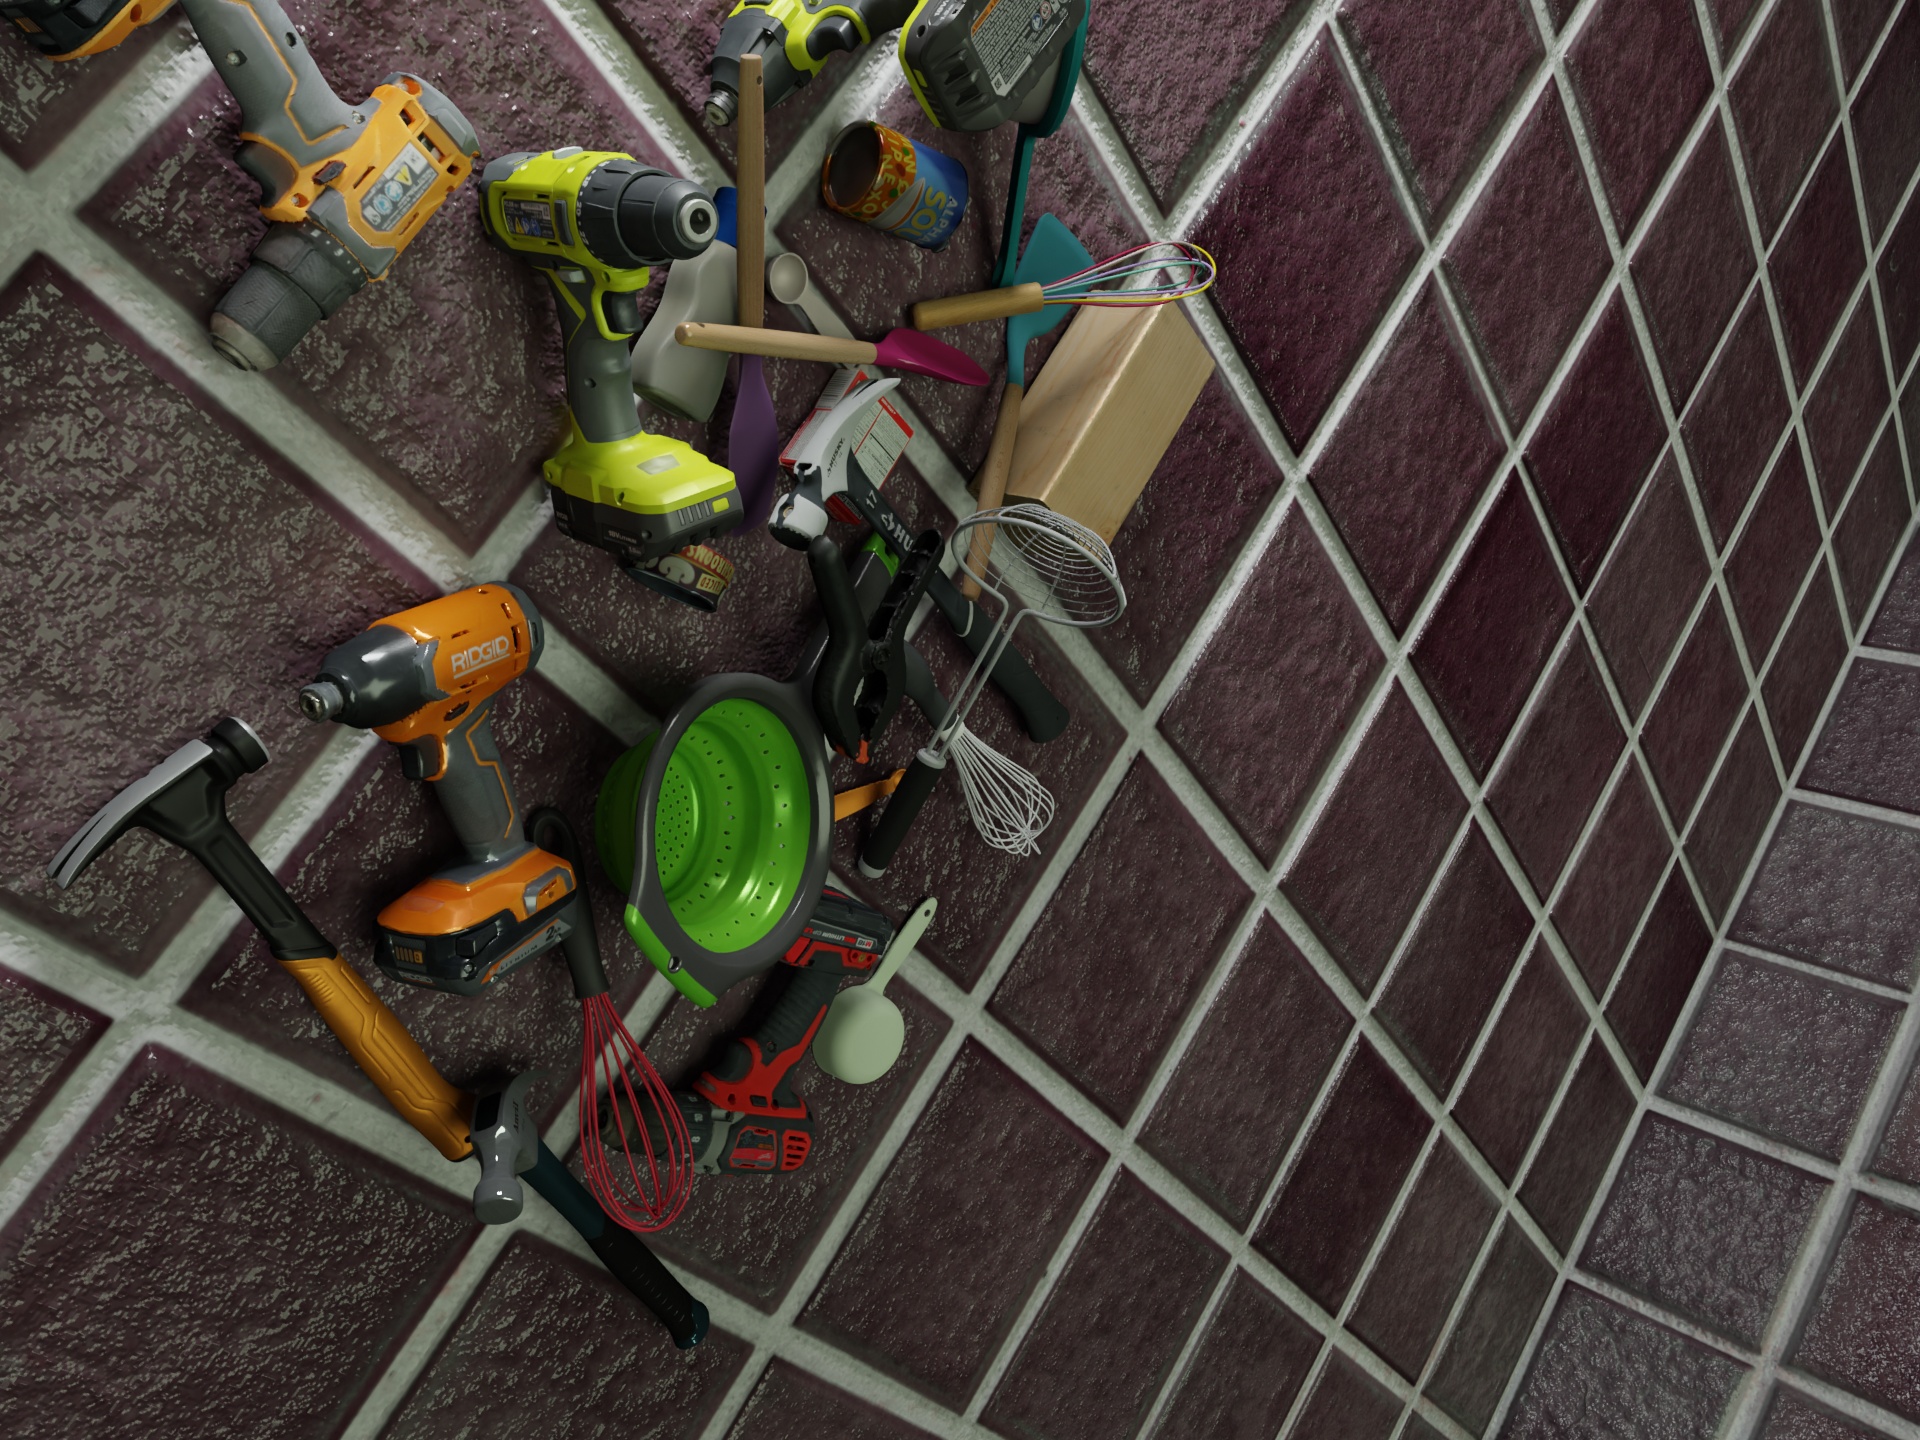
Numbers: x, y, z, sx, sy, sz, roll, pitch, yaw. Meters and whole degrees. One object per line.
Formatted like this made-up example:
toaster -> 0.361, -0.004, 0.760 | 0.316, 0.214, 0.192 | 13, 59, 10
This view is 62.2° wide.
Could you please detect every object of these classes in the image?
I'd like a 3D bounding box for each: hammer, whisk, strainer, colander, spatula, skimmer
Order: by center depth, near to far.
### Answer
hammer -> -0.390, 0.162, 0.962 | 0.127, 0.034, 0.336 | -45, 129, -27
spatula -> -0.136, -0.268, 1.042 | 0.060, 0.018, 0.315 | -43, 146, -48
whisk -> -0.241, 0.201, 1.066 | 0.073, 0.073, 0.296 | -17, 95, -40
hammer -> -0.252, 0.359, 1.115 | 0.033, 0.128, 0.330 | -21, 133, 2
strainer -> 0.015, -0.462, 1.126 | 0.095, 0.211, 0.340 | 0, 129, -11
colander -> -0.151, 0.008, 1.126 | 0.204, 0.094, 0.397 | 60, 43, -40
skimmer -> -0.002, -0.004, 1.153 | 0.363, 0.127, 0.090 | -61, -175, 30
whisk -> 0.079, -0.329, 1.213 | 0.245, 0.051, 0.047 | -13, 97, -12
hammer -> -0.006, -0.096, 1.227 | 0.408, 0.036, 0.149 | 47, 58, -50
spatula -> 0.044, -0.238, 1.231 | 0.082, 0.044, 0.318 | 34, 61, -47
whisk -> 0.003, 0.022, 1.271 | 0.070, 0.070, 0.284 | -55, 138, -18

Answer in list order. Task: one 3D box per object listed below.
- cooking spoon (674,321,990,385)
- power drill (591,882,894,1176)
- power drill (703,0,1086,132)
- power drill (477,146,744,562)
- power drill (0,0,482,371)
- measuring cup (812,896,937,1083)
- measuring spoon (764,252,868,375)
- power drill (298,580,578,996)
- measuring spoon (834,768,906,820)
cooking spoon -> -0.079, -0.254, 1.093 | 0.319, 0.069, 0.017 | -12, 142, -55
power drill -> -0.161, 0.228, 1.179 | 0.187, 0.080, 0.227 | 21, 90, -45
power drill -> -0.050, -0.430, 0.986 | 0.171, 0.223, 0.080 | -57, 140, -16
power drill -> -0.195, -0.217, 0.936 | 0.080, 0.191, 0.228 | -28, 124, -36
power drill -> -0.377, -0.308, 0.810 | 0.185, 0.084, 0.226 | -57, 138, -14
measuring cup -> -0.056, 0.221, 1.301 | 0.167, 0.038, 0.083 | -57, 133, -13
measuring spoon -> -0.102, -0.285, 1.131 | 0.034, 0.018, 0.124 | -61, 141, -13
power drill -> -0.311, 0.044, 0.948 | 0.164, 0.084, 0.226 | -34, 125, -58
measuring spoon -> -0.087, 0.062, 1.248 | 0.117, 0.011, 0.021 | -21, 115, -35
